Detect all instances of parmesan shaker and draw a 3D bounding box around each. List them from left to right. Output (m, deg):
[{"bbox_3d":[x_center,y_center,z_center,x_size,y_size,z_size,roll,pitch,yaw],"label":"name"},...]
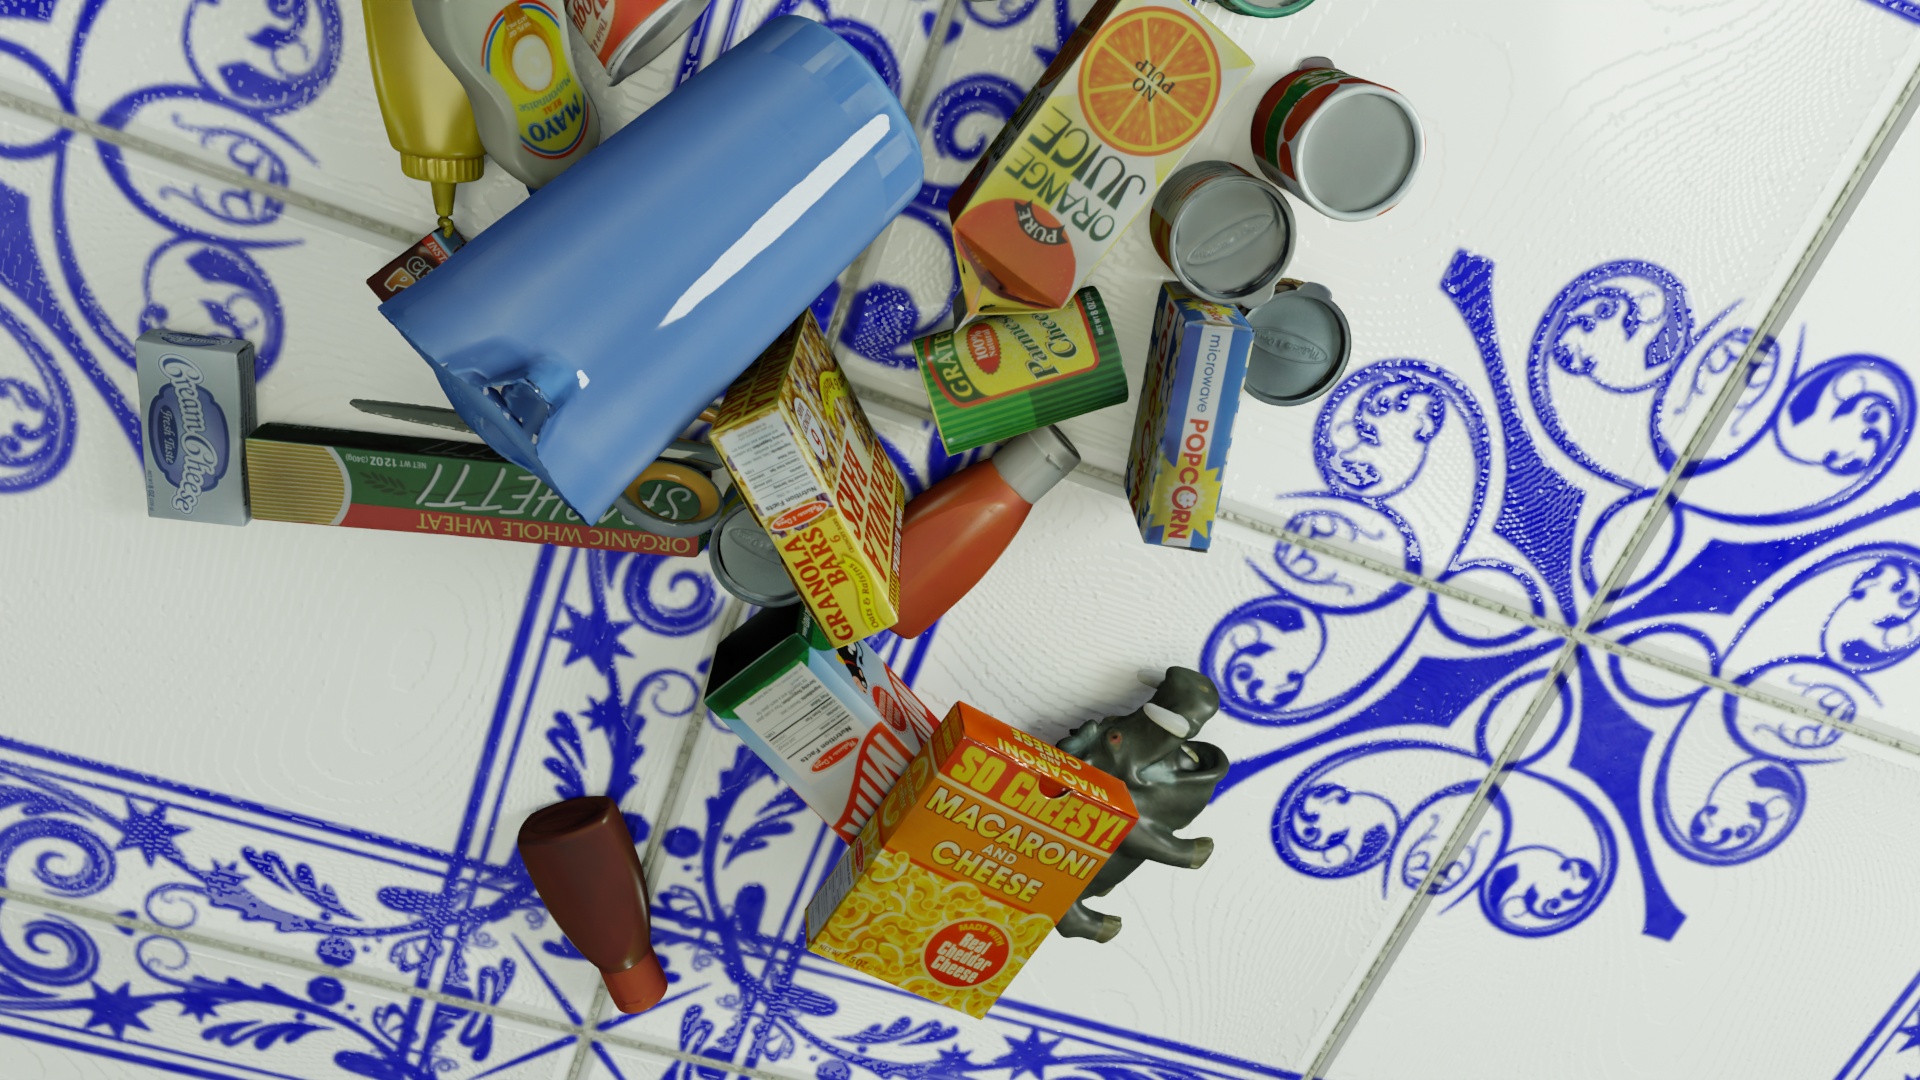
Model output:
[{"bbox_3d":[0.032,-0.094,0.750,0.103,0.071,0.071,-17,113,2],"label":"parmesan shaker"}]

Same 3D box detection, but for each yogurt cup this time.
[{"bbox_3d":[-0.160,-0.264,0.667,0.072,0.072,0.054,-39,102,13],"label":"yogurt cup"}]

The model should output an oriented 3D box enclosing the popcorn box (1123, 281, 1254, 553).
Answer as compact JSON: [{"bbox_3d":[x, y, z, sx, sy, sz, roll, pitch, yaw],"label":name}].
[{"bbox_3d":[0.122,-0.069,0.755,0.038,0.085,0.126,6,113,-4],"label":"popcorn box"}]

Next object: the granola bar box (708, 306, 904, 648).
[{"bbox_3d":[-0.073,-0.038,0.713,0.039,0.166,0.124,-24,113,10],"label":"granola bar box"}]

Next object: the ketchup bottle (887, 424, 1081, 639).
[{"bbox_3d":[0.003,-0.010,0.795,0.148,0.044,0.064,-41,118,13],"label":"ketchup bottle"}]

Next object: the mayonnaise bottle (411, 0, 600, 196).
[{"bbox_3d":[-0.206,-0.210,0.670,0.065,0.041,0.147,-45,146,-25],"label":"mayonnaise bottle"}]

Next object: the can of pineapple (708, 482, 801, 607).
[{"bbox_3d":[-0.104,-0.005,0.784,0.071,0.058,0.070,-1,114,-3],"label":"can of pineapple"}]

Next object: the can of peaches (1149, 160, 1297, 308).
[{"bbox_3d":[0.137,-0.161,0.731,0.071,0.058,0.071,-2,114,-3],"label":"can of peaches"}]

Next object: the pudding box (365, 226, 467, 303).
[{"bbox_3d":[-0.266,-0.120,0.739,0.049,0.030,0.083,-32,112,10],"label":"pudding box"}]

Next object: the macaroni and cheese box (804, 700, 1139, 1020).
[{"bbox_3d":[0.005,0.189,0.805,0.123,0.040,0.166,28,107,-20],"label":"macaroni and cheese box"}]

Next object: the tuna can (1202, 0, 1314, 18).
[{"bbox_3d":[0.150,-0.292,0.689,0.071,0.033,0.070,-1,113,-3],"label":"tuna can"}]

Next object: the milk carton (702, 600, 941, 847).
[{"bbox_3d":[-0.060,0.123,0.834,0.073,0.072,0.190,-36,110,13],"label":"milk carton"}]

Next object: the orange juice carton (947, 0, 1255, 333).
[{"bbox_3d":[0.054,-0.188,0.707,0.073,0.072,0.192,35,107,-16],"label":"orange juice carton"}]

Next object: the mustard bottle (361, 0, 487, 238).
[{"bbox_3d":[-0.257,-0.230,0.683,0.065,0.049,0.159,5,114,-6],"label":"mustard bottle"}]

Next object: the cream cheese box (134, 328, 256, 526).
[{"bbox_3d":[-0.416,-0.061,0.760,0.053,0.024,0.103,6,113,-7],"label":"cream cheese box"}]

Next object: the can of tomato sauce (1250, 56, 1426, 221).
[{"bbox_3d":[0.190,-0.203,0.702,0.071,0.083,0.071,-1,114,-3],"label":"can of tomato sauce"}]

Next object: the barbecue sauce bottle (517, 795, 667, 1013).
[{"bbox_3d":[-0.228,0.236,0.888,0.065,0.044,0.148,-14,114,3],"label":"barbecue sauce bottle"}]

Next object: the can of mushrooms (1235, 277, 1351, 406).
[{"bbox_3d":[0.180,-0.112,0.768,0.071,0.033,0.070,-1,113,-2],"label":"can of mushrooms"}]

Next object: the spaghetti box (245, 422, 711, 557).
[{"bbox_3d":[-0.267,-0.028,0.780,0.250,0.029,0.050,5,114,-5],"label":"spaghetti box"}]
